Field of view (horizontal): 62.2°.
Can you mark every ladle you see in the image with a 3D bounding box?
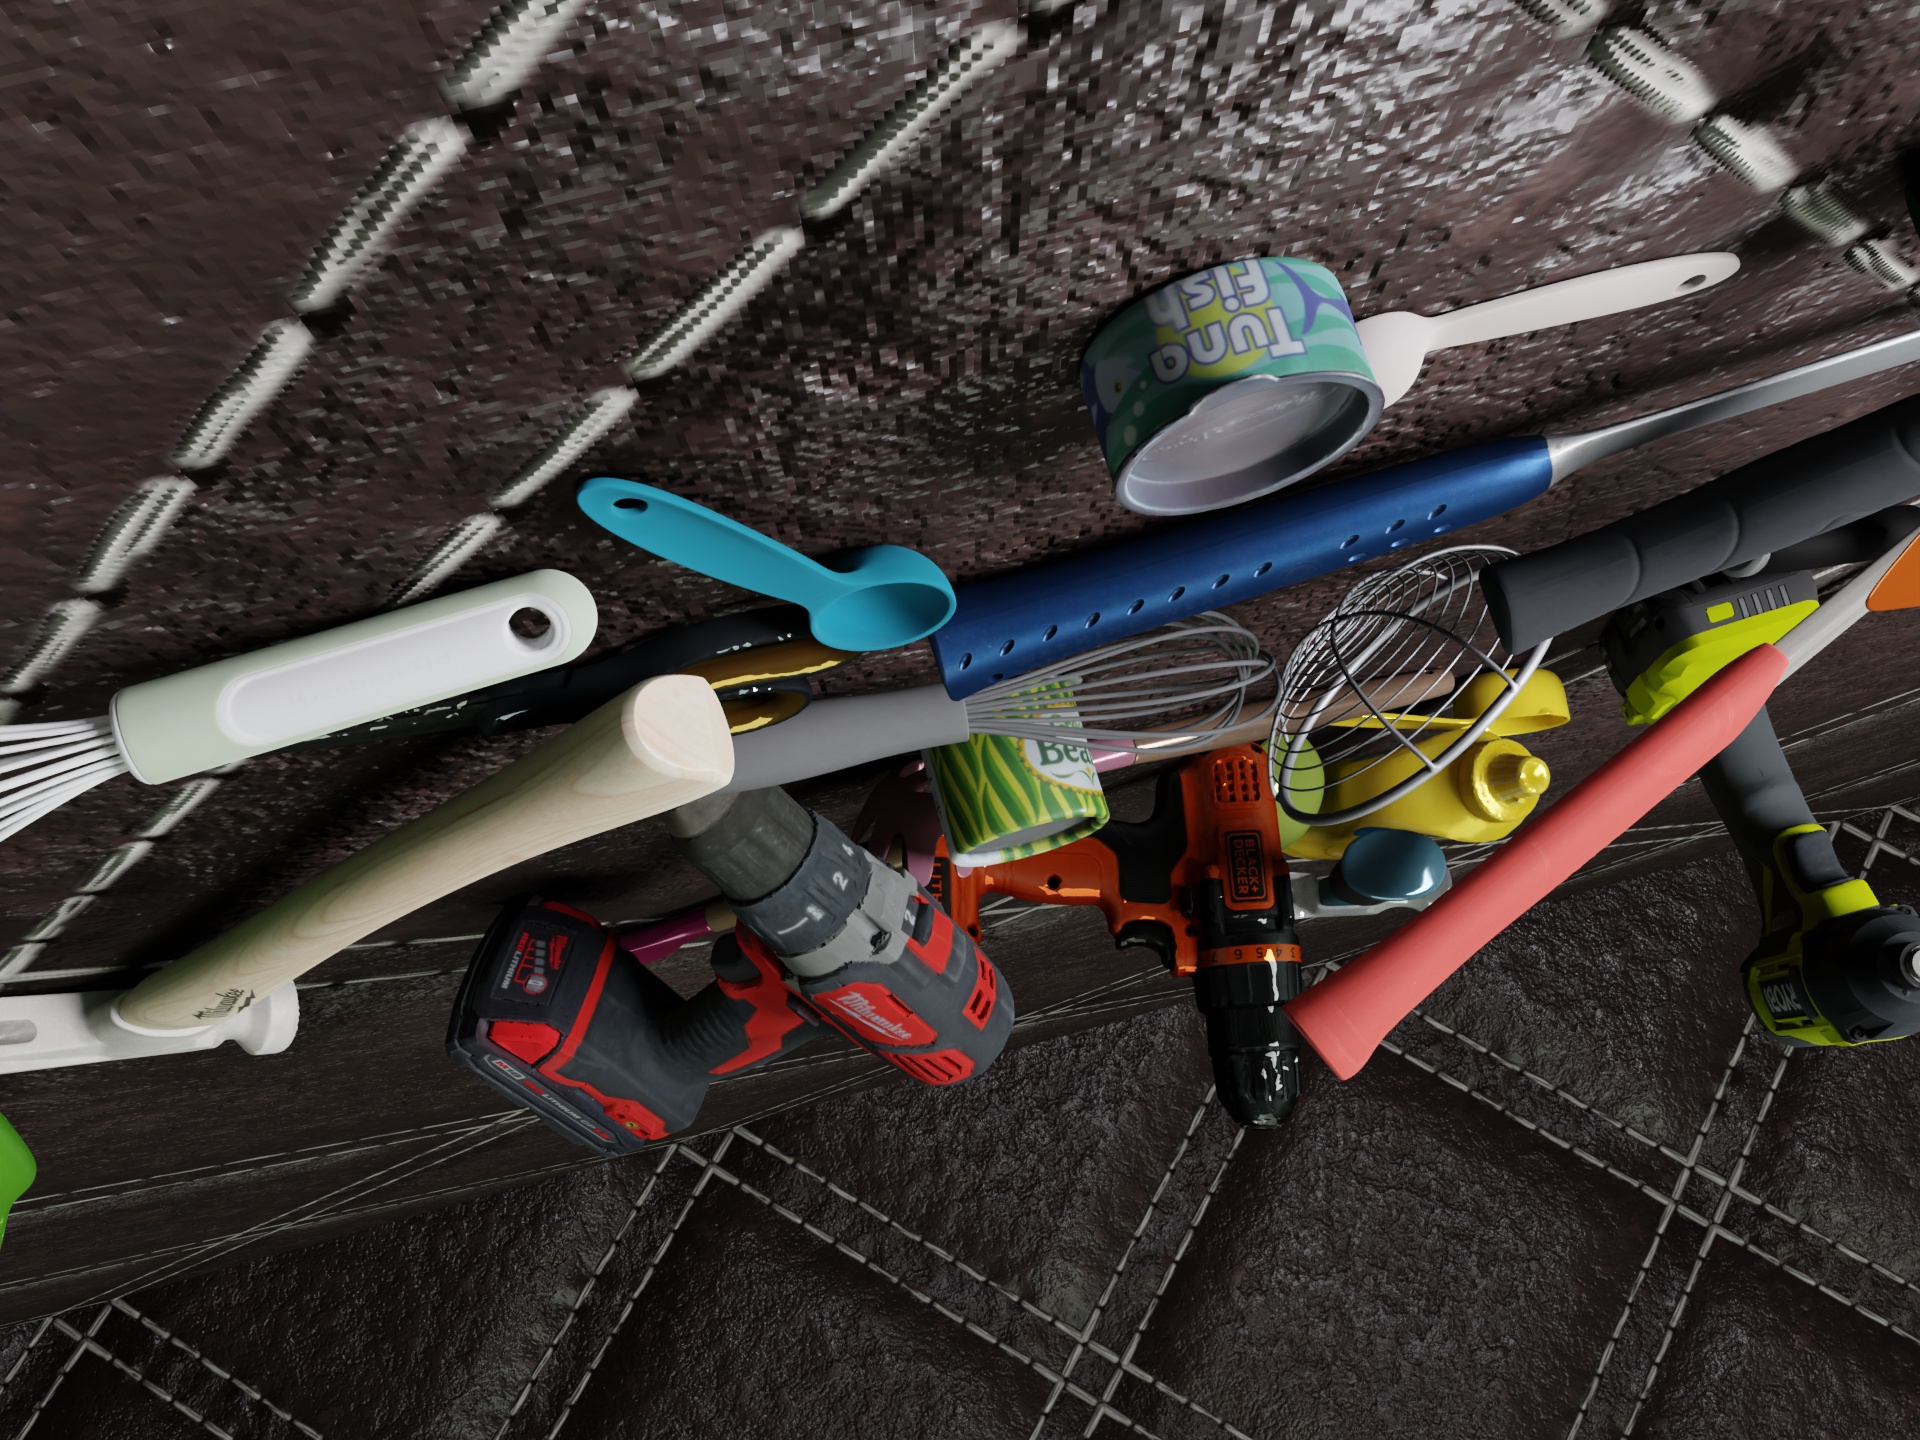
[{"bbox_3d":[0.039,0.067,0.864,0.320,0.062,0.078,-13,163,16],"label":"ladle"}]

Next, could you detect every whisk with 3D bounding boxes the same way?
[{"bbox_3d":[-0.210,0.007,0.388,0.246,0.057,0.059,-18,-161,-9],"label":"whisk"},{"bbox_3d":[-0.001,0.000,0.565,0.239,0.055,0.055,-10,164,-7],"label":"whisk"}]

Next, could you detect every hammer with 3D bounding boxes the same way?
[{"bbox_3d":[0.184,-0.083,0.474,0.405,0.035,0.144,-17,165,5],"label":"hammer"},{"bbox_3d":[0.271,0.008,0.603,0.359,0.037,0.149,-40,153,2],"label":"hammer"},{"bbox_3d":[-0.228,0.067,0.559,0.410,0.038,0.146,-25,161,39],"label":"hammer"},{"bbox_3d":[0.206,0.083,0.818,0.128,0.033,0.331,-4,171,9],"label":"hammer"},{"bbox_3d":[0.316,-0.102,0.389,0.409,0.036,0.149,-25,169,38],"label":"hammer"}]

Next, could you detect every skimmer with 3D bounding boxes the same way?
[{"bbox_3d":[0.279,-0.032,0.636,0.363,0.090,0.127,-9,173,-26],"label":"skimmer"}]

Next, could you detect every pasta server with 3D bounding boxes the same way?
[{"bbox_3d":[0.099,0.015,0.727,0.316,0.060,0.040,-11,121,-24],"label":"pasta server"}]

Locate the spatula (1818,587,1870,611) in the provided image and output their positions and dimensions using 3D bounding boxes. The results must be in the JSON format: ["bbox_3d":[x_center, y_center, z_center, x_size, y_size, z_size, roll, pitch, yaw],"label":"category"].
[{"bbox_3d":[0.513,-0.096,0.731,0.082,0.044,0.317,-29,180,-24],"label":"spatula"}]

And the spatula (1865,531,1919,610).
[{"bbox_3d":[0.426,-0.098,0.573,0.322,0.041,0.081,-23,150,-38],"label":"spatula"}]

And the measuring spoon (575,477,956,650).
[{"bbox_3d":[-0.050,-0.047,0.419,0.042,0.021,0.128,-26,152,31],"label":"measuring spoon"}]

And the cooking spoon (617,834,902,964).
[{"bbox_3d":[-0.110,0.097,0.843,0.319,0.017,0.068,-20,165,17],"label":"cooking spoon"}]

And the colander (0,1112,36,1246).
[{"bbox_3d":[-0.358,0.093,0.445,0.094,0.204,0.396,-46,165,-34],"label":"colander"}]

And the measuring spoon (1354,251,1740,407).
[{"bbox_3d":[0.148,-0.100,0.413,0.124,0.018,0.034,-15,164,-6],"label":"measuring spoon"}]

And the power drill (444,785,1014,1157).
[{"bbox_3d":[-0.113,0.101,0.669,0.227,0.080,0.187,-19,130,31],"label":"power drill"}]

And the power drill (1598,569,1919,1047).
[{"bbox_3d":[0.387,0.040,0.746,0.080,0.223,0.171,-18,164,7],"label":"power drill"}]

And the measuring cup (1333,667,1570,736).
[{"bbox_3d":[0.237,-0.011,0.811,0.156,0.029,0.062,2,167,-16],"label":"measuring cup"}]
